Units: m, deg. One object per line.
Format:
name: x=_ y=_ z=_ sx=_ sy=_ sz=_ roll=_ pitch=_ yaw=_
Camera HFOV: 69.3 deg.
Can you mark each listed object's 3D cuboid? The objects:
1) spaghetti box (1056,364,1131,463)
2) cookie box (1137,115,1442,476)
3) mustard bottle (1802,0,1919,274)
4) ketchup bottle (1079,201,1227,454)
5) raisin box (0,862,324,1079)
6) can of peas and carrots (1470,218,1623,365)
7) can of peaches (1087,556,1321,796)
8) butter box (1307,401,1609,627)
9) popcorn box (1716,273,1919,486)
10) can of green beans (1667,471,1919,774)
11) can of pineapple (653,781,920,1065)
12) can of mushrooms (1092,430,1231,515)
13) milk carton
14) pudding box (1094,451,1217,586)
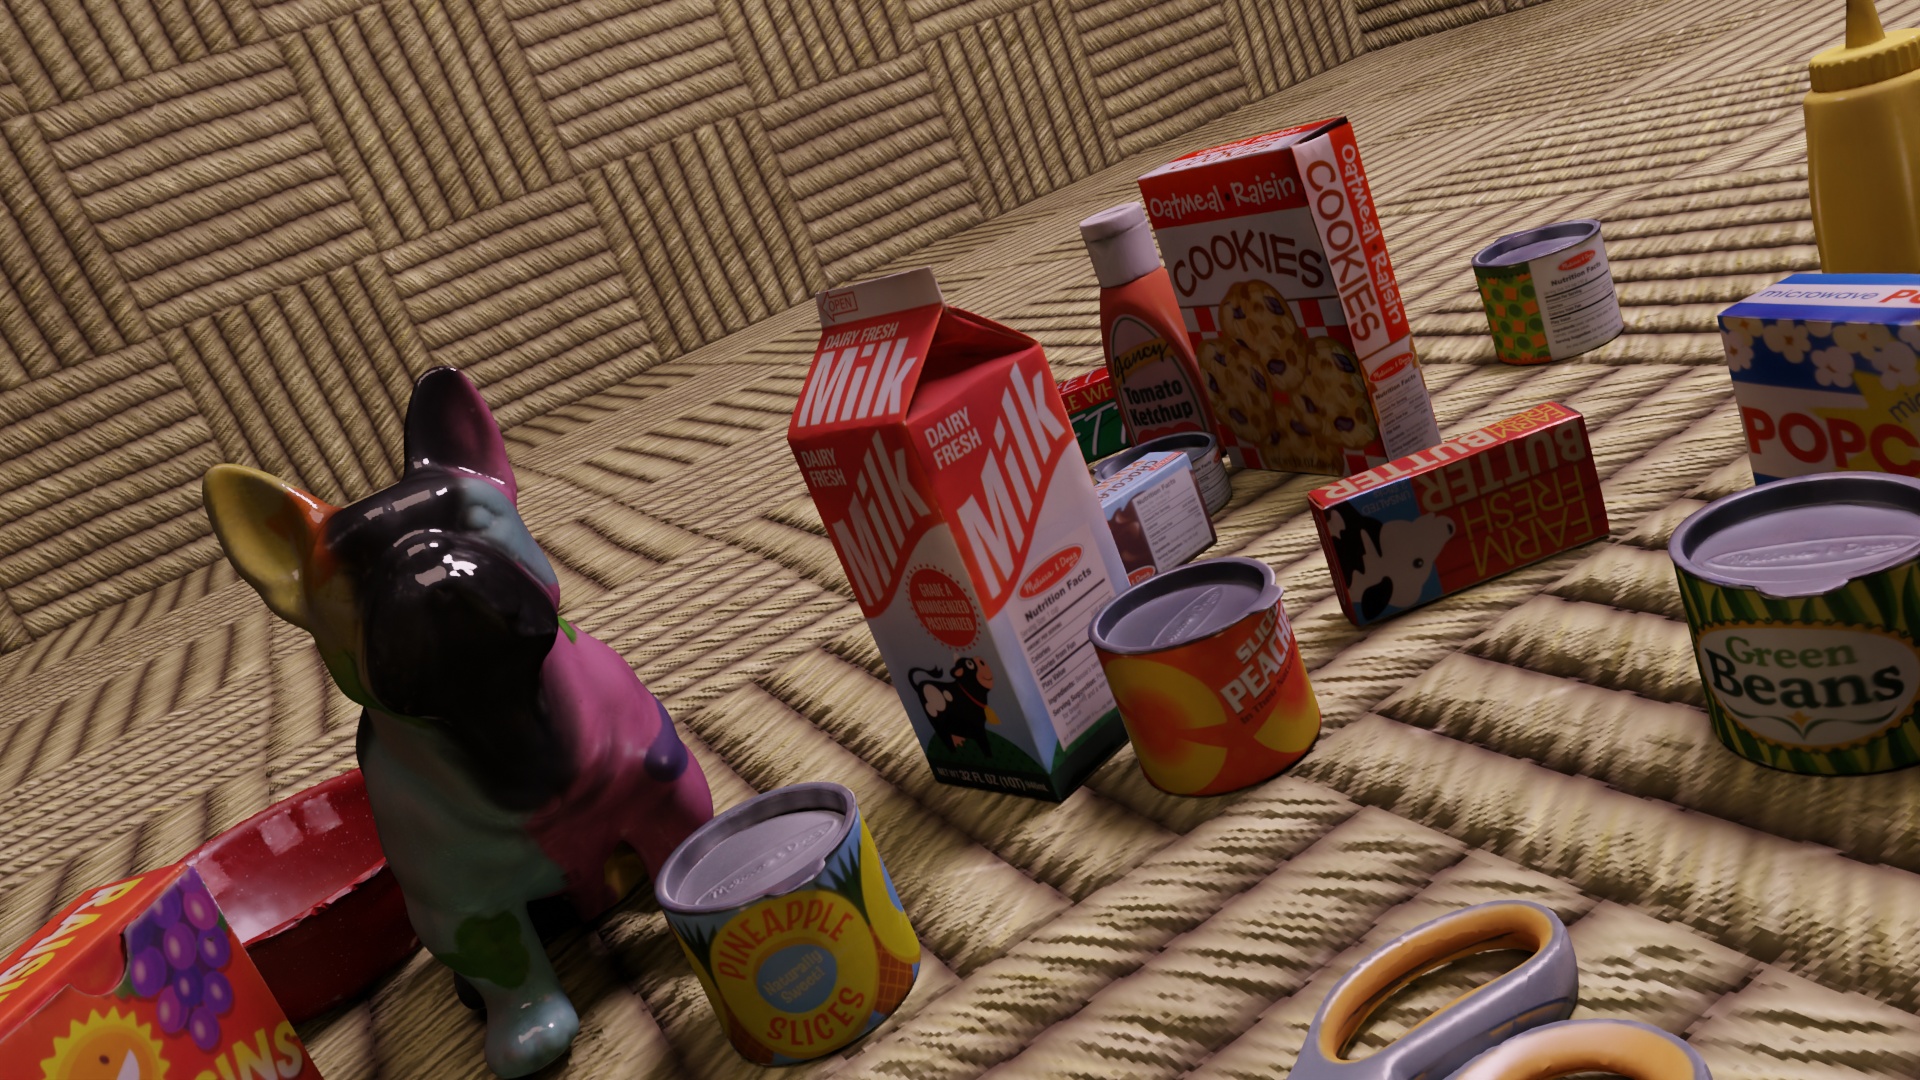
spaghetti box: x=0.088 y=-0.081 z=0.878 sx=0.250 sy=0.050 sz=0.029 roll=-22 pitch=16 yaw=-1
cookie box: x=0.163 y=-0.117 z=0.694 sx=0.040 sy=0.167 sz=0.123 roll=-29 pitch=18 yaw=-22
mustard bottle: x=0.368 y=-0.148 z=0.552 sx=0.065 sy=0.159 sz=0.049 roll=-34 pitch=20 yaw=-35
ketchup bottle: x=0.109 y=-0.116 z=0.791 sx=0.064 sy=0.148 sz=0.044 roll=-8 pitch=21 yaw=39
raisin box: x=-0.217 y=0.163 z=0.373 sx=0.040 sy=0.123 sz=0.086 roll=-18 pitch=17 yaw=13
can of peas and carrots: x=0.315 y=-0.134 z=0.749 sx=0.071 sy=0.058 sz=0.071 roll=-20 pitch=17 yaw=6
can of peaches: x=0.086 y=0.046 z=0.476 sx=0.071 sy=0.058 sz=0.071 roll=-20 pitch=17 yaw=6
butter box: x=0.190 y=-0.010 z=0.531 sx=0.103 sy=0.053 sz=0.024 roll=-21 pitch=16 yaw=2
popcorn box: x=0.299 y=-0.035 z=0.418 sx=0.038 sy=0.085 sz=0.127 roll=-25 pitch=17 yaw=-11
can of green beans: x=0.232 y=0.021 z=0.374 sx=0.071 sy=0.057 sz=0.071 roll=-20 pitch=17 yaw=6
can of pineapple: x=-0.052 y=0.117 z=0.426 sx=0.071 sy=0.057 sz=0.071 roll=-20 pitch=17 yaw=6
can of mushrooms: x=0.105 y=-0.030 z=0.728 sx=0.071 sy=0.033 sz=0.071 roll=-20 pitch=17 yaw=6
milk carton: x=0.002 y=-0.006 z=0.512 sx=0.074 sy=0.190 sz=0.072 roll=-34 pitch=20 yaw=-36
pudding box: x=0.078 y=-0.004 z=0.653 sx=0.084 sy=0.049 sz=0.030 roll=-31 pitch=19 yaw=-30
